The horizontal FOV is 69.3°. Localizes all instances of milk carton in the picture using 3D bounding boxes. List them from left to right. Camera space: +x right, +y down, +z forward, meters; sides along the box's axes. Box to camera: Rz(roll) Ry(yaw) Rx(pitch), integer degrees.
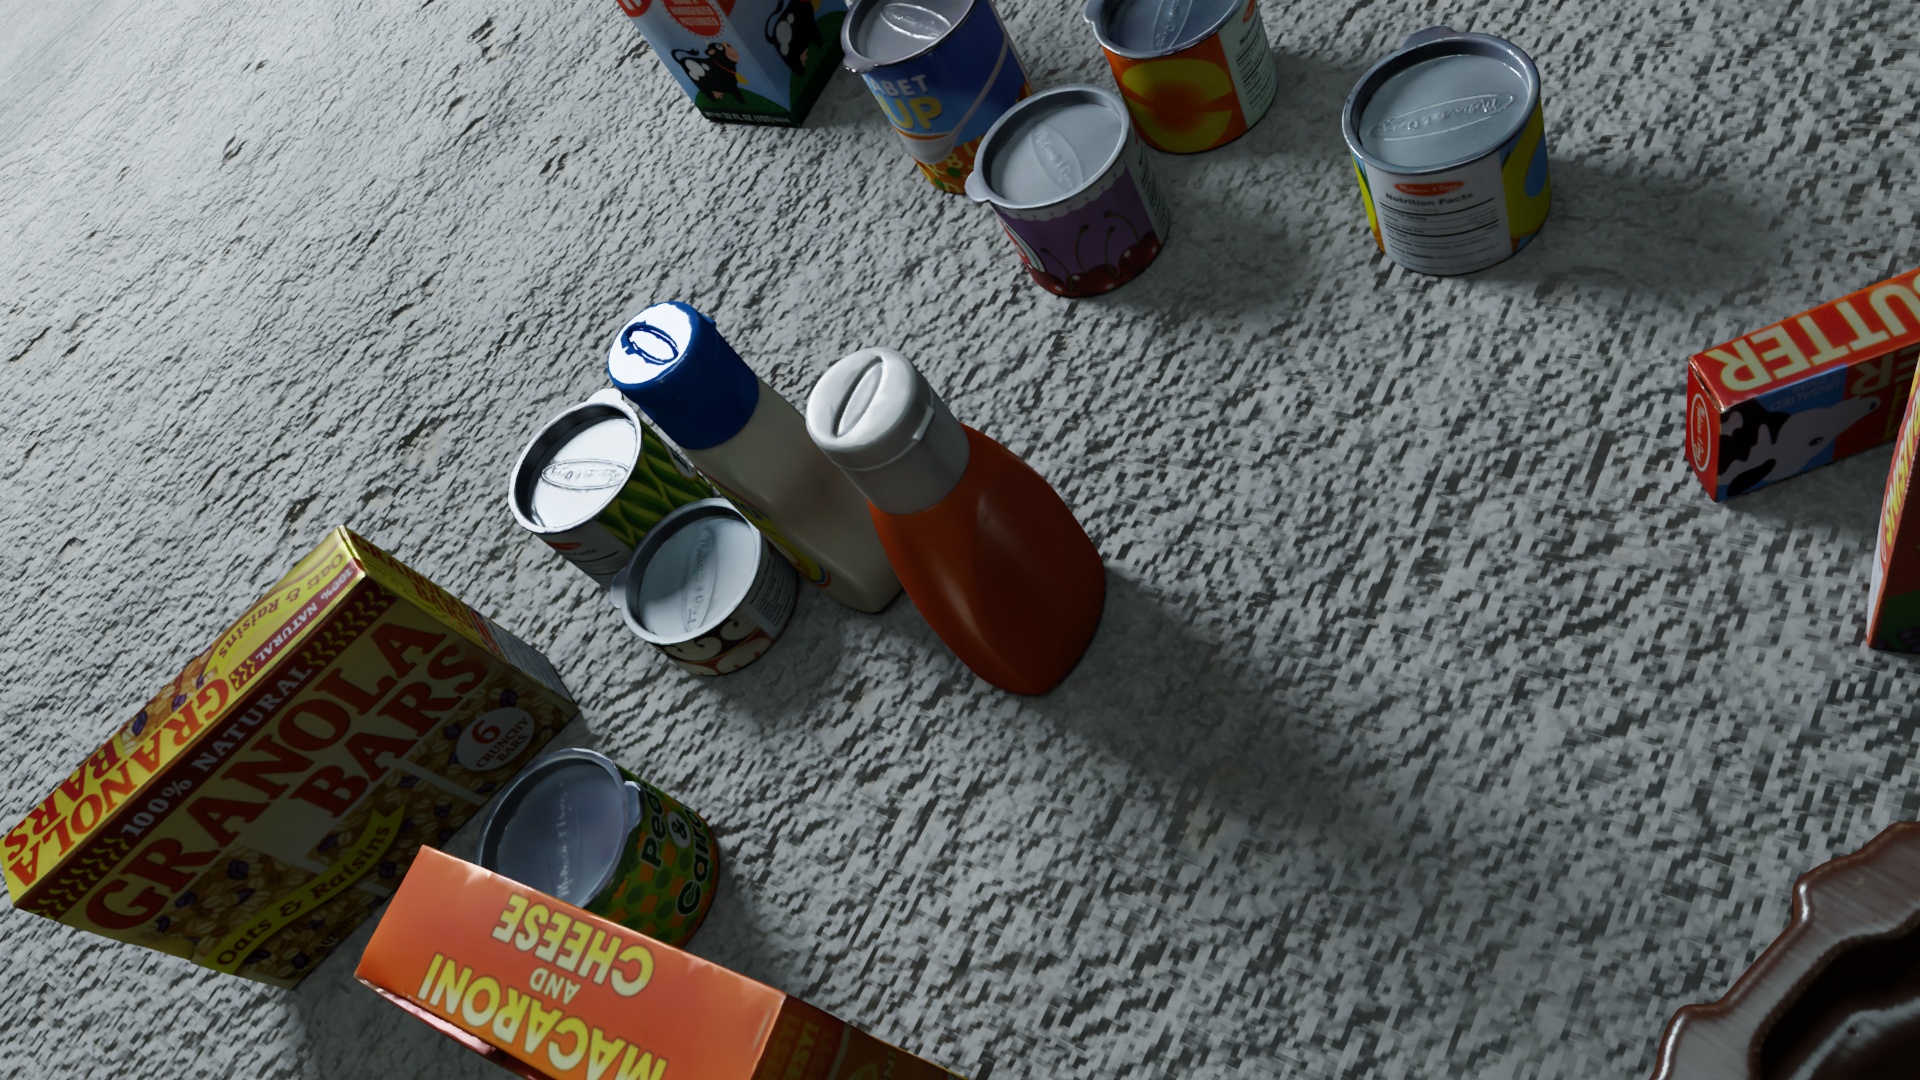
[{"bbox_3d":[-0.133,-0.296,0.676,0.072,0.190,0.073,15,69,33],"label":"milk carton"}]

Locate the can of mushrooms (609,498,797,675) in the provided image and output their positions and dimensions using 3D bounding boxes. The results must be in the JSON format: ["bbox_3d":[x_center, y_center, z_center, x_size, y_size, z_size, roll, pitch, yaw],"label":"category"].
[{"bbox_3d":[-0.104,0.019,0.564,0.071,0.033,0.071,-13,56,20],"label":"can of mushrooms"}]

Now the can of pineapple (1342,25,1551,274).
[{"bbox_3d":[0.178,-0.141,0.506,0.071,0.057,0.071,-13,56,20],"label":"can of pineapple"}]

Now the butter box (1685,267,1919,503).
[{"bbox_3d":[0.268,-0.051,0.406,0.103,0.053,0.024,-22,53,13],"label":"butter box"}]

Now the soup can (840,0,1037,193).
[{"bbox_3d":[-0.007,-0.206,0.624,0.071,0.083,0.071,-13,56,20],"label":"soup can"}]

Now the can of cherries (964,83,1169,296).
[{"bbox_3d":[0.045,-0.143,0.574,0.071,0.058,0.072,-13,56,20],"label":"can of cherries"}]

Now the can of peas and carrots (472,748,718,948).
[{"bbox_3d":[-0.128,0.115,0.500,0.071,0.058,0.071,-13,56,20],"label":"can of peas and carrots"}]

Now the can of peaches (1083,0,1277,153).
[{"bbox_3d":[0.094,-0.208,0.590,0.071,0.058,0.071,-13,56,20],"label":"can of peaches"}]

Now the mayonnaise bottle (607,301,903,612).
[{"bbox_3d":[-0.070,-0.028,0.503,0.065,0.147,0.041,31,78,37],"label":"mayonnaise bottle"}]

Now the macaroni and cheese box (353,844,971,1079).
[{"bbox_3d":[-0.061,0.142,0.380,0.124,0.166,0.040,10,66,32],"label":"macaroni and cheese box"}]

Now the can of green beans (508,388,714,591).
[{"bbox_3d":[-0.147,-0.018,0.594,0.071,0.057,0.071,-13,56,20],"label":"can of green beans"}]

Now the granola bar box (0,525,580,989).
[{"bbox_3d":[-0.250,0.089,0.536,0.165,0.124,0.039,-45,51,-4],"label":"granola bar box"}]

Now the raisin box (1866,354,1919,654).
[{"bbox_3d":[0.273,-0.009,0.333,0.086,0.123,0.040,8,65,31],"label":"raisin box"}]

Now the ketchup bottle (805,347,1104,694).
[{"bbox_3d":[0.002,-0.006,0.452,0.043,0.148,0.065,13,68,33],"label":"ketchup bottle"}]
